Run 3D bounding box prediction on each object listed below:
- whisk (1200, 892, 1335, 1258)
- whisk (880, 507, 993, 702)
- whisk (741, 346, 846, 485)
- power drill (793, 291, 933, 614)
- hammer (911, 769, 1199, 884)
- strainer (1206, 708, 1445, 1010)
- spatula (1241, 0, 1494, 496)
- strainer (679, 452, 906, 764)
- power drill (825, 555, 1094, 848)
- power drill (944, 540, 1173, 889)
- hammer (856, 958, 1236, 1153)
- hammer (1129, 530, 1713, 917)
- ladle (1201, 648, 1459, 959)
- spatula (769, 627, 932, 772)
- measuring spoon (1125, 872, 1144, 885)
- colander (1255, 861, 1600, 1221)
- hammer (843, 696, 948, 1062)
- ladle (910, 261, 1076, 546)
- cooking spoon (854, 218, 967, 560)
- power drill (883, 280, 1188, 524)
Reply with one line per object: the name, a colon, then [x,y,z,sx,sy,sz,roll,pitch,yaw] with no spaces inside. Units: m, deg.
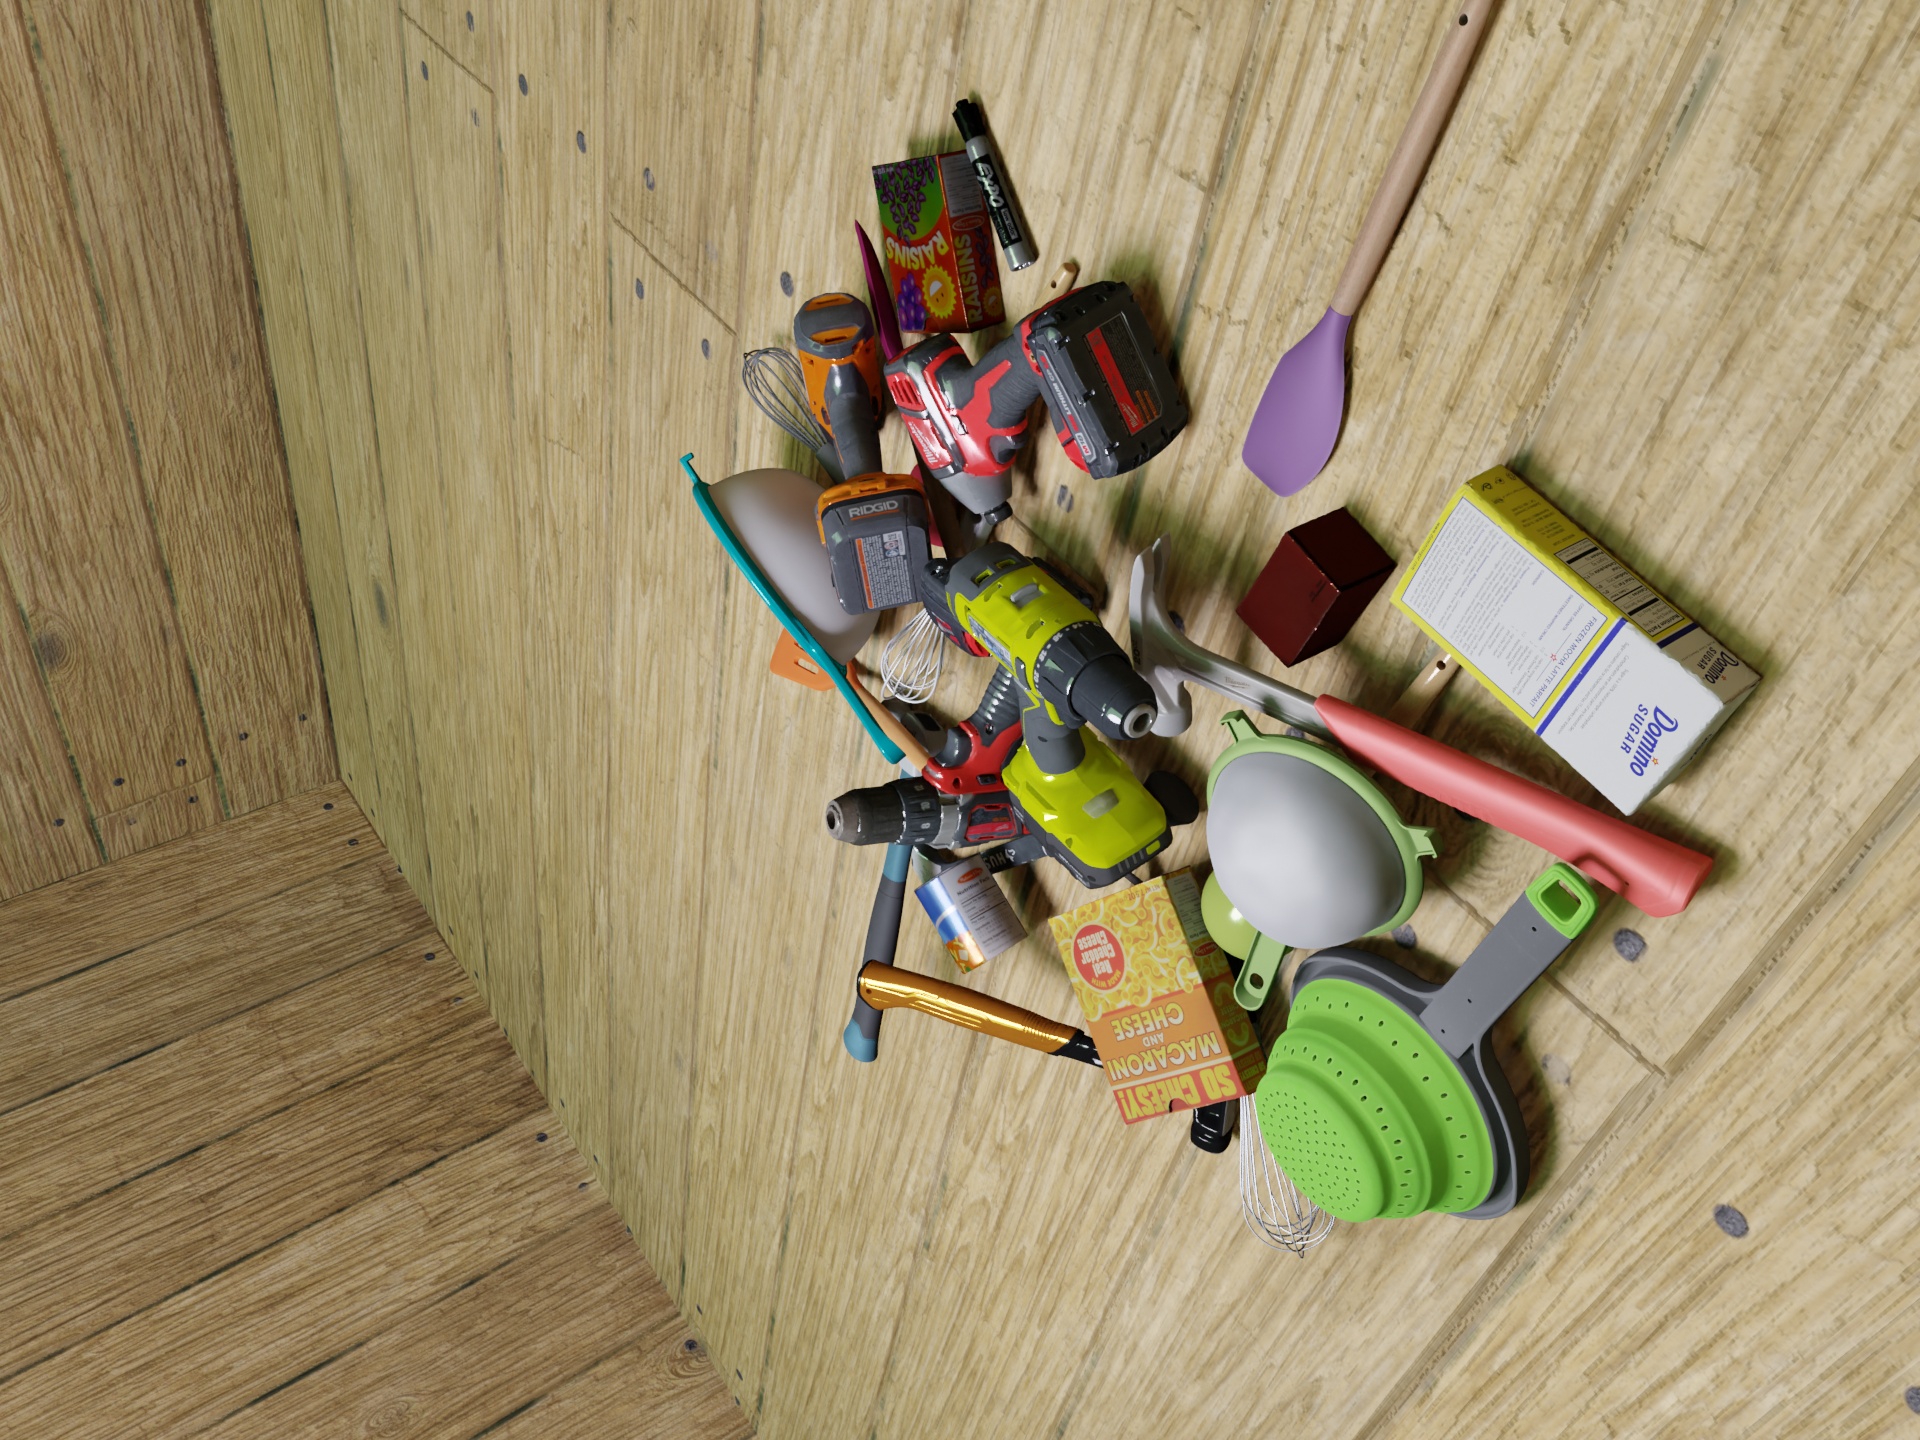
whisk: [0.219,0.263,1.182,0.070,0.070,0.284,-9,97,58]
whisk: [-0.017,-0.097,1.315,0.058,0.059,0.246,44,138,16]
whisk: [-0.115,-0.232,1.380,0.239,0.055,0.055,54,147,12]
power drill: [-0.078,-0.199,1.249,0.164,0.084,0.227,84,174,-62]
hammer: [0.068,0.109,1.331,0.409,0.036,0.149,-27,88,58]
strainer: [0.195,0.122,1.005,0.152,0.069,0.256,34,143,23]
spatula: [0.223,-0.248,0.880,0.060,0.018,0.315,48,145,26]
strainer: [-0.102,-0.103,1.341,0.341,0.095,0.210,54,-177,36]
power drill: [-0.002,-0.004,1.194,0.080,0.187,0.226,43,129,49]
power drill: [0.078,0.007,1.079,0.191,0.080,0.228,45,161,43]
hammer: [0.064,0.251,1.302,0.337,0.034,0.127,13,123,24]
hammer: [0.251,0.010,0.921,0.359,0.037,0.149,27,144,33]
ladle: [0.244,0.056,1.035,0.078,0.062,0.320,49,138,21]
spatula: [-0.088,-0.015,1.430,0.081,0.041,0.323,-63,35,12]
measuring spoon: [0.112,0.114,1.213,0.124,0.018,0.034,37,172,-32]
colander: [0.274,0.213,0.985,0.205,0.094,0.396,51,152,24]
hammer: [-0.063,0.154,1.445,0.128,0.033,0.331,34,116,55]
ladle: [0.017,-0.230,1.198,0.069,0.031,0.315,59,146,15]
cooking spoon: [-0.033,-0.227,1.224,0.069,0.017,0.319,-130,23,-83]
power drill: [0.044,-0.211,1.095,0.220,0.078,0.143,-2,120,55]
